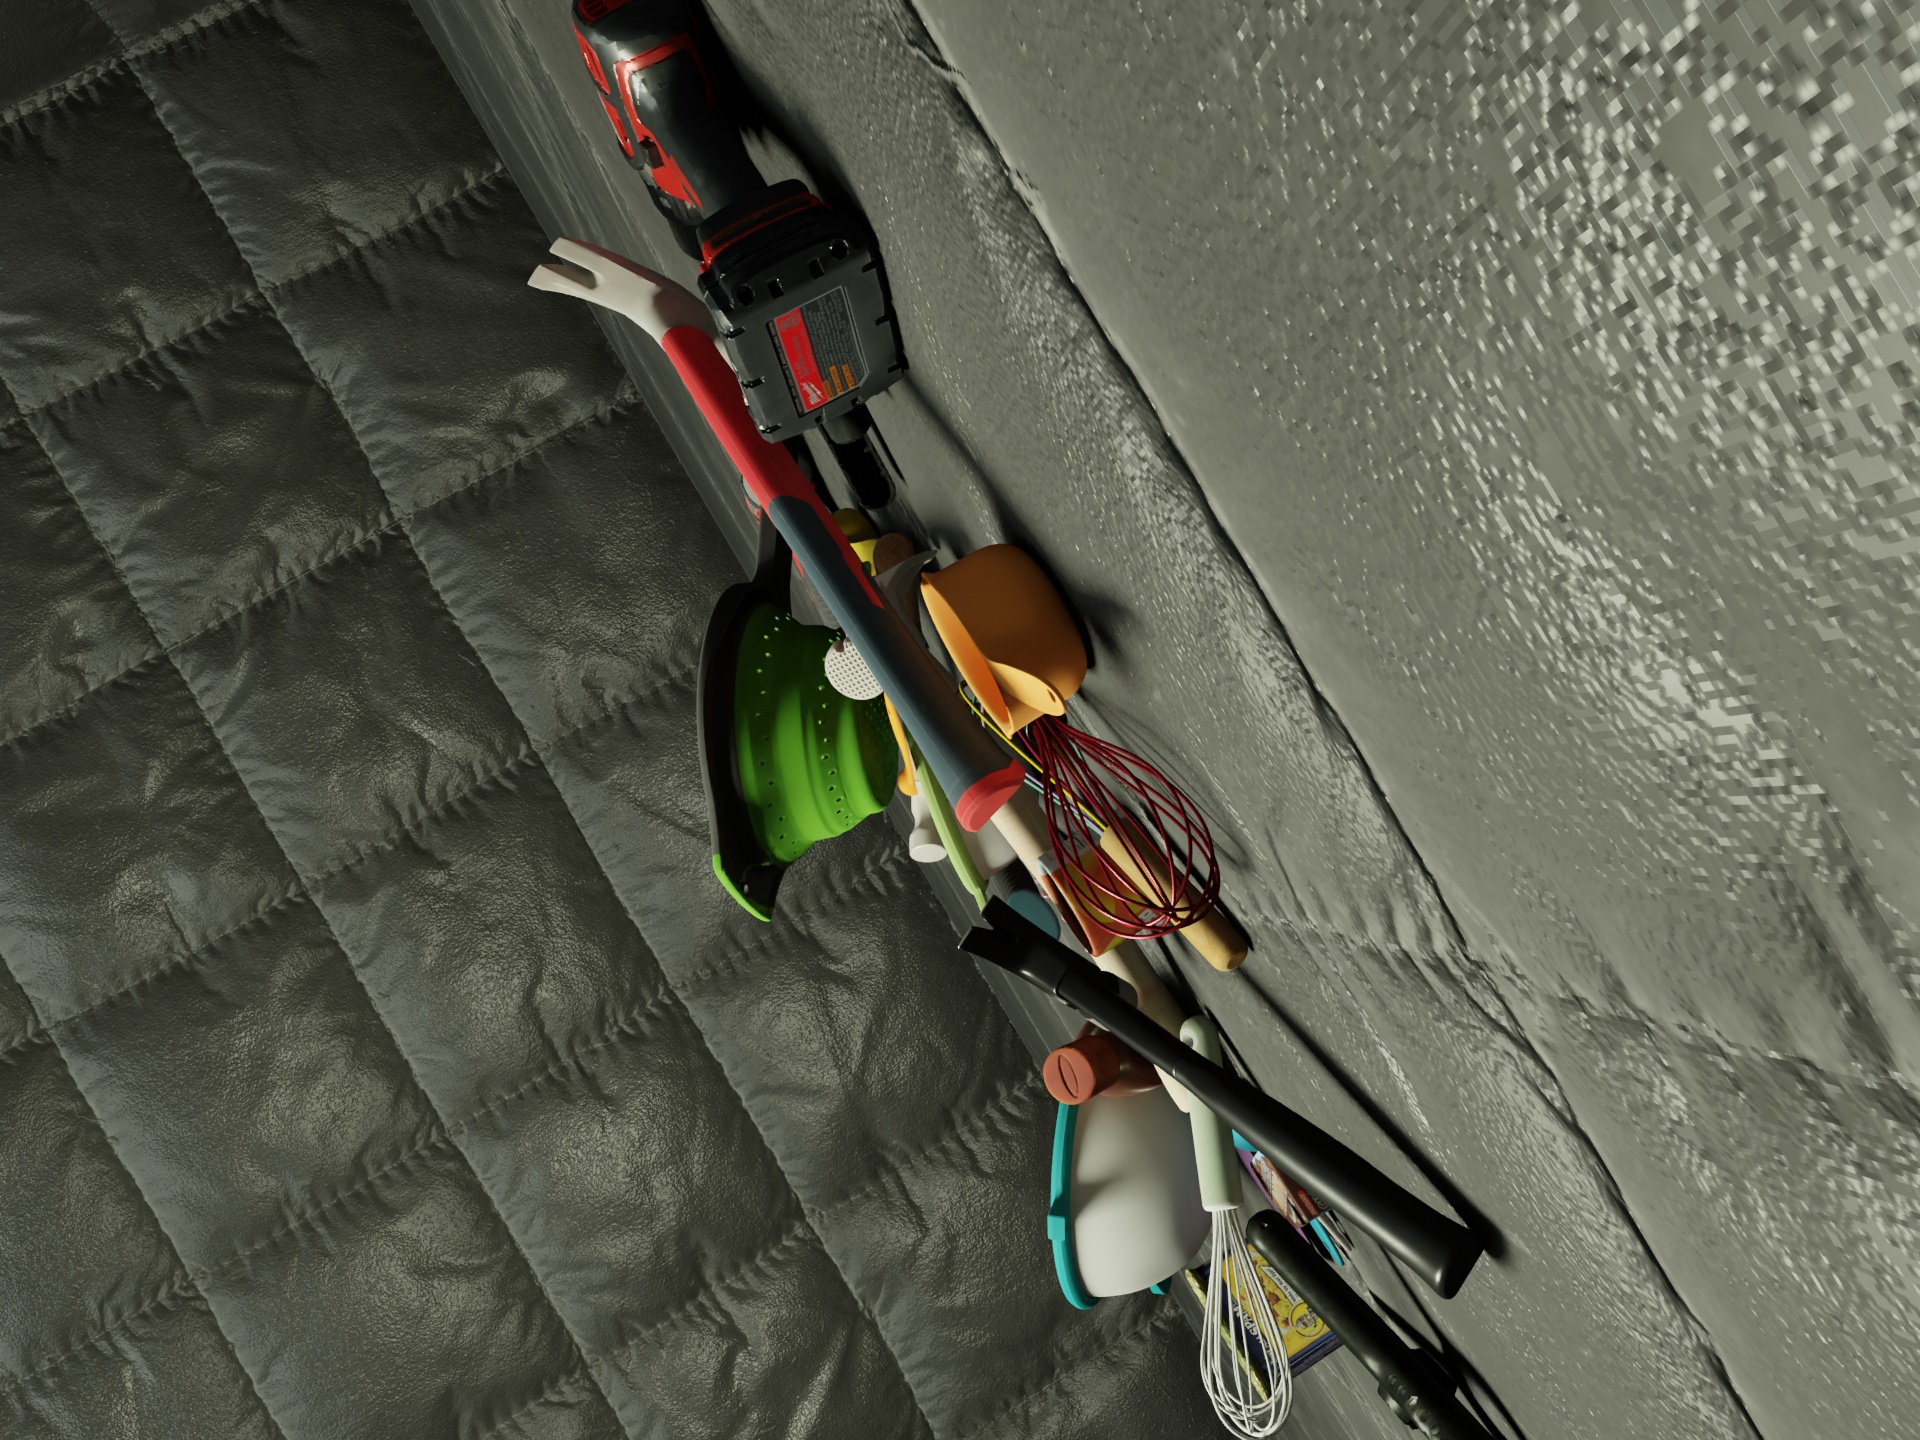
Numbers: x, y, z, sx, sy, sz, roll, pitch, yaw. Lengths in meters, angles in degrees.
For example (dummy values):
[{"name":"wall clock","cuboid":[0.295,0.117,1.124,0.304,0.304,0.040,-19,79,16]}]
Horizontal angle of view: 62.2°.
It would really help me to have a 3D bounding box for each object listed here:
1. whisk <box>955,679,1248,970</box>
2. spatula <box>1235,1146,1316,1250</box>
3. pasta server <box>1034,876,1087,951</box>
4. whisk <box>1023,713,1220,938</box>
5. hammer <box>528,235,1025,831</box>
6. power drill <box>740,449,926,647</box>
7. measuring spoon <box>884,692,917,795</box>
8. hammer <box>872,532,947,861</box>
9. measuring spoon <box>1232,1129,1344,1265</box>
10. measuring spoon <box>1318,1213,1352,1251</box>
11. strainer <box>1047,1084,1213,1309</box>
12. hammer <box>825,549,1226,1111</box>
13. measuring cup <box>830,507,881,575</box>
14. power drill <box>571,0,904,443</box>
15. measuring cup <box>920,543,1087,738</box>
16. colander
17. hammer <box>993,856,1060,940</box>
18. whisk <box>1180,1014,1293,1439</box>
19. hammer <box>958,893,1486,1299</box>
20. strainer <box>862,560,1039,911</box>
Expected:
[{"name":"whisk","cuboid":[0.075,0.046,0.864,0.245,0.051,0.047,48,175,38]},{"name":"spatula","cuboid":[0.164,0.245,1.123,0.316,0.018,0.059,57,177,12]},{"name":"pasta server","cuboid":[0.051,0.089,1.189,0.060,0.040,0.316,53,177,-20]},{"name":"whisk","cuboid":[0.051,0.013,0.815,0.073,0.073,0.296,65,176,-36]},{"name":"hammer","cuboid":[-0.088,-0.102,0.793,0.143,0.038,0.387,13,-144,-52]},{"name":"power drill","cuboid":[-0.113,-0.127,1.314,0.220,0.078,0.143,61,173,8]},{"name":"measuring spoon","cuboid":[-0.040,0.015,0.991,0.116,0.011,0.021,79,170,-58]},{"name":"hammer","cuboid":[-0.036,-0.026,1.181,0.331,0.031,0.130,85,-178,-58]},{"name":"measuring spoon","cuboid":[0.208,0.305,1.048,0.129,0.021,0.042,57,173,28]},{"name":"measuring spoon","cuboid":[0.207,0.278,0.998,0.124,0.018,0.034,51,-177,14]},{"name":"strainer","cuboid":[0.156,0.364,1.203,0.340,0.095,0.211,67,-149,-46]},{"name":"hammer","cuboid":[0.059,0.082,0.997,0.410,0.038,0.146,55,-152,-19]},{"name":"measuring cup","cuboid":[-0.059,-0.129,1.157,0.062,0.029,0.157,61,161,-18]},{"name":"power drill","cuboid":[-0.116,-0.251,0.817,0.227,0.080,0.187,59,173,25]},{"name":"measuring cup","cuboid":[0.036,-0.035,0.740,0.095,0.052,0.174,62,171,-18]},{"name":"colander","cuboid":[-0.095,-0.066,1.082,0.204,0.094,0.397,65,-156,-63]},{"name":"hammer","cuboid":[0.034,0.112,1.249,0.128,0.033,0.331,54,-179,-11]},{"name":"whisk","cuboid":[0.161,0.301,0.959,0.058,0.059,0.246,-38,52,56]},{"name":"hammer","cuboid":[0.124,0.181,0.796,0.146,0.035,0.335,36,176,-36]},{"name":"strainer","cuboid":[-0.002,-0.003,1.055,0.152,0.069,0.256,-102,-8,-57]}]
